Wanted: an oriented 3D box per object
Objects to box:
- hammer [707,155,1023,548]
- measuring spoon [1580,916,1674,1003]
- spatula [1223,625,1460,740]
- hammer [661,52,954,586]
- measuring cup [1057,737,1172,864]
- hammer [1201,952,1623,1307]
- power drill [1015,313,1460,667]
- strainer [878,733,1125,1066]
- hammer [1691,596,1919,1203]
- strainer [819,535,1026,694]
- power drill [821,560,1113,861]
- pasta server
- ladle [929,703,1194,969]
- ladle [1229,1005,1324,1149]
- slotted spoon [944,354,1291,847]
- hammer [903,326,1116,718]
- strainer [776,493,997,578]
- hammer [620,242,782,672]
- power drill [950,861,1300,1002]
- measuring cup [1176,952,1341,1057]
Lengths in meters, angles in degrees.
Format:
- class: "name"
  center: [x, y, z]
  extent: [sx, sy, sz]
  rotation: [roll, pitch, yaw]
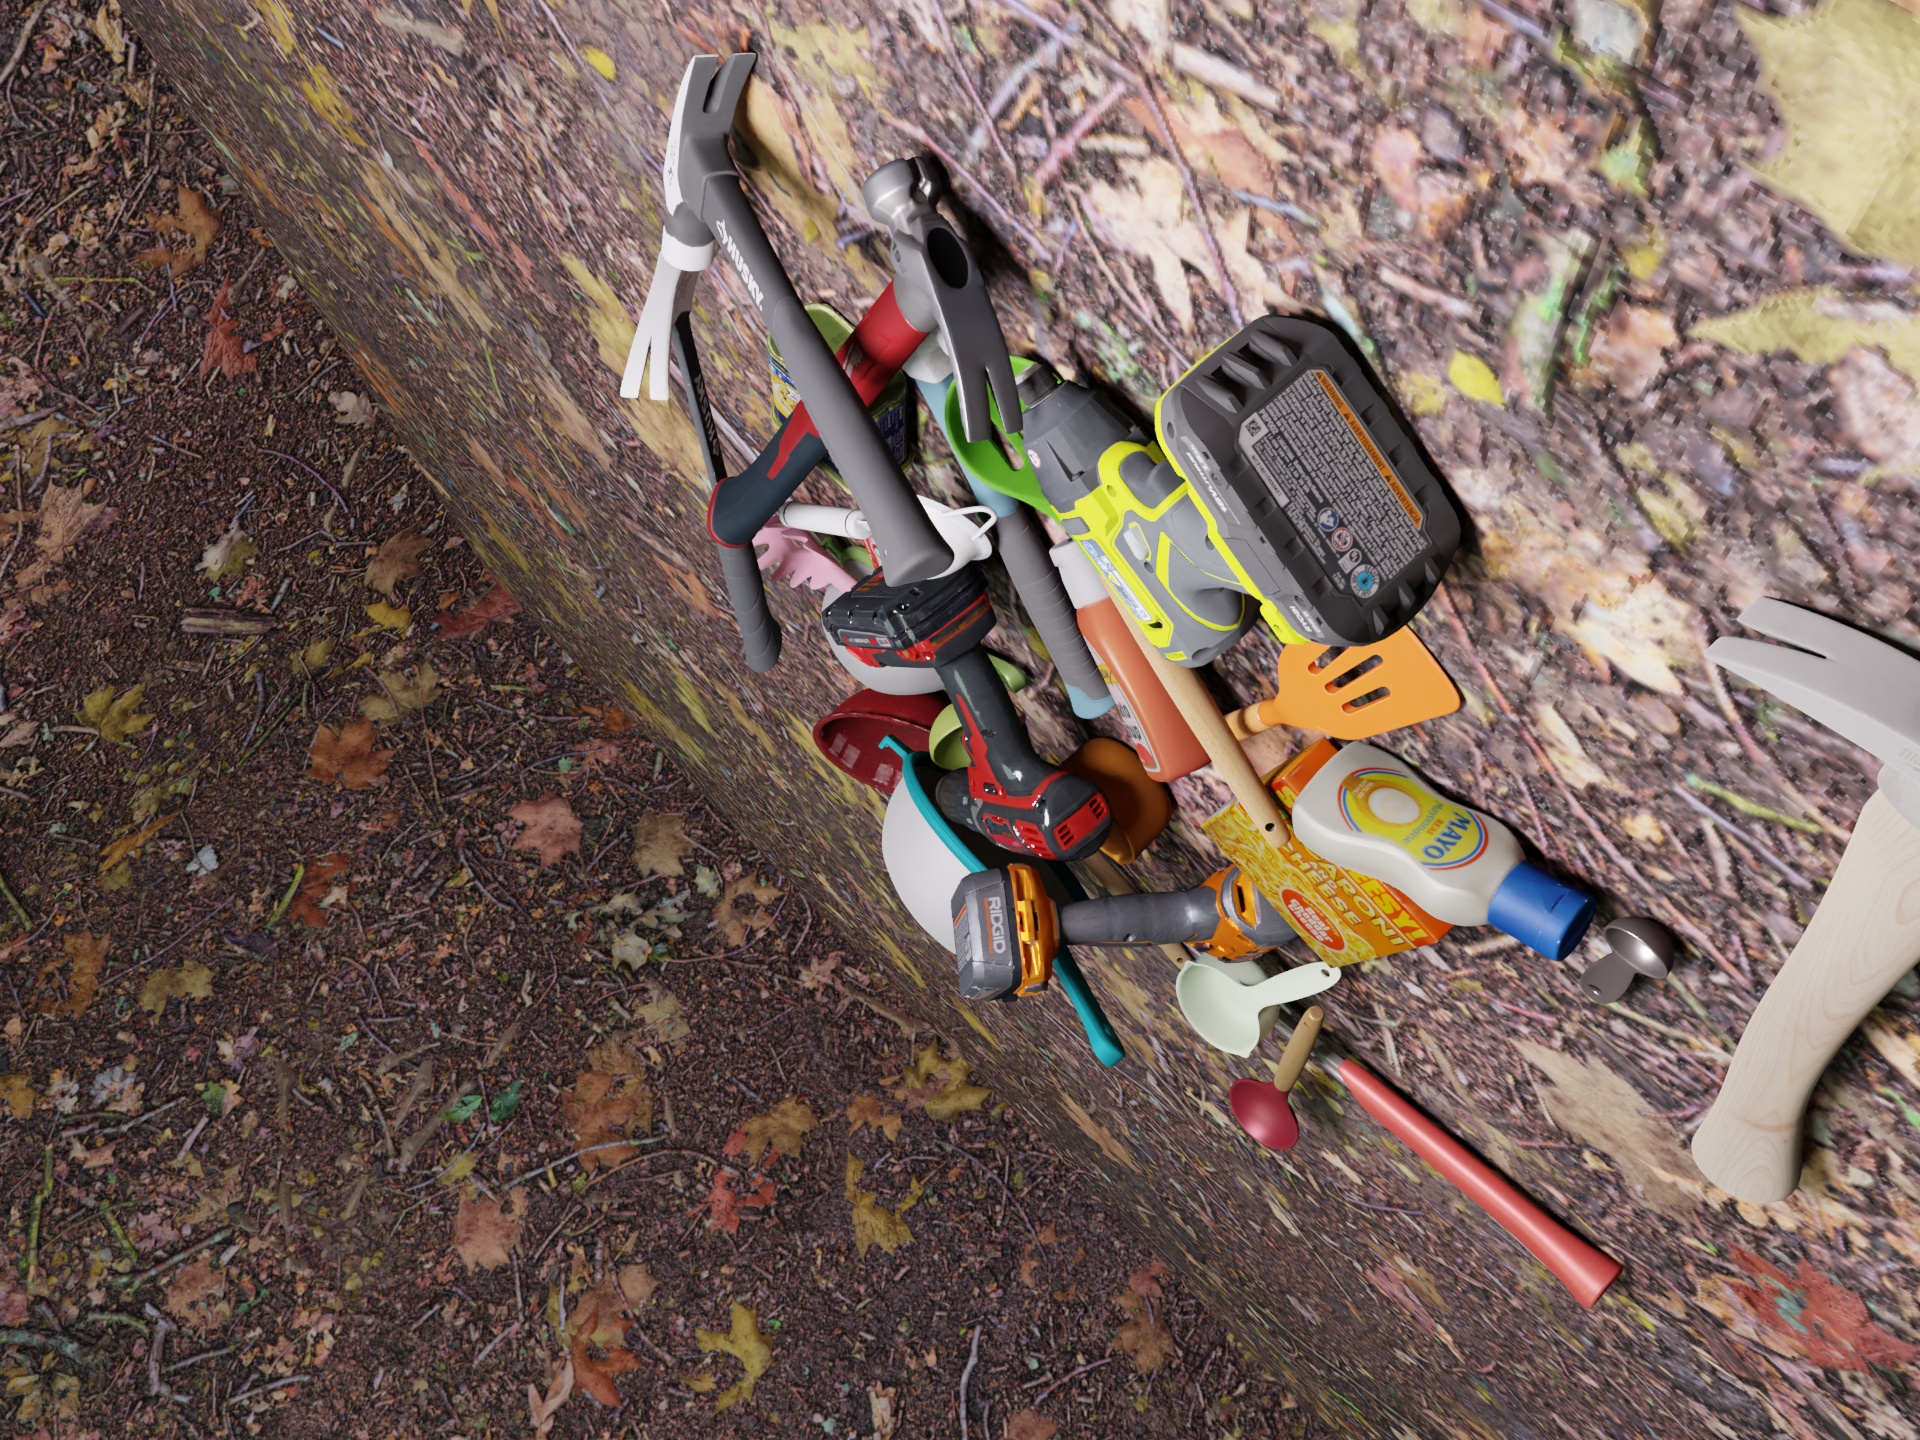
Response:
- class: "hammer"
  center: [-0.077, -0.162, 0.930]
  extent: [0.386, 0.038, 0.143]
  rotation: [-30, 78, 63]
- class: "measuring spoon"
  center: [0.328, 0.120, 0.787]
  extent: [0.034, 0.018, 0.124]
  rotation: [42, 171, 21]
- class: "spatula"
  center: [0.172, -0.006, 0.889]
  extent: [0.081, 0.041, 0.322]
  rotation: [49, 169, 0]
- class: "hammer"
  center: [-0.084, -0.204, 0.834]
  extent: [0.335, 0.035, 0.146]
  rotation: [62, 151, 27]
- class: "measuring cup"
  center: [0.092, 0.046, 1.185]
  extent: [0.095, 0.052, 0.174]
  rotation: [56, 165, -25]
- class: "hammer"
  center: [0.320, 0.286, 1.170]
  extent: [0.359, 0.037, 0.149]
  rotation: [39, 162, 34]
- class: "power drill"
  center: [0.108, -0.103, 0.726]
  extent: [0.171, 0.080, 0.223]
  rotation: [52, 168, -13]
- class: "strainer"
  center: [0.028, 0.165, 1.245]
  extent: [0.210, 0.095, 0.341]
  rotation: [34, -163, -38]
- class: "hammer"
  center: [0.347, 0.109, 0.658]
  extent: [0.146, 0.038, 0.410]
  rotation: [41, 164, 32]
- class: "strainer"
  center: [-0.040, -0.051, 1.273]
  extent: [0.257, 0.069, 0.151]
  rotation: [30, 156, 54]
- class: "power drill"
  center: [-0.002, -0.004, 1.111]
  extent: [0.226, 0.080, 0.188]
  rotation: [59, 158, -19]
- class: "pasta server"
  center: [-0.065, -0.079, 1.225]
  extent: [0.316, 0.040, 0.060]
  rotation: [39, 150, 33]
- class: "ladle"
  center: [0.092, 0.103, 1.320]
  extent: [0.320, 0.078, 0.062]
  rotation: [48, -153, -15]
- class: "ladle"
  center: [0.248, 0.270, 1.216]
  extent: [0.069, 0.031, 0.315]
  rotation: [41, 162, 21]
- class: "slotted spoon"
  center: [0.093, -0.061, 0.863]
  extent: [0.313, 0.070, 0.031]
  rotation: [56, -160, -8]
- class: "hammer"
  center: [0.030, -0.121, 0.976]
  extent: [0.128, 0.033, 0.330]
  rotation: [30, 157, 48]
- class: "strainer"
  center: [-0.061, -0.124, 1.035]
  extent: [0.086, 0.050, 0.259]
  rotation: [33, 172, -34]
- class: "hammer"
  center: [-0.175, -0.165, 1.165]
  extent: [0.036, 0.149, 0.408]
  rotation: [6, 147, 8]
- class: "power drill"
  center: [0.111, 0.141, 1.087]
  extent: [0.164, 0.226, 0.084]
  rotation: [107, 157, -74]
- class: "measuring cup"
  center: [0.222, 0.189, 1.138]
  extent: [0.083, 0.038, 0.167]
  rotation: [58, 143, 2]
